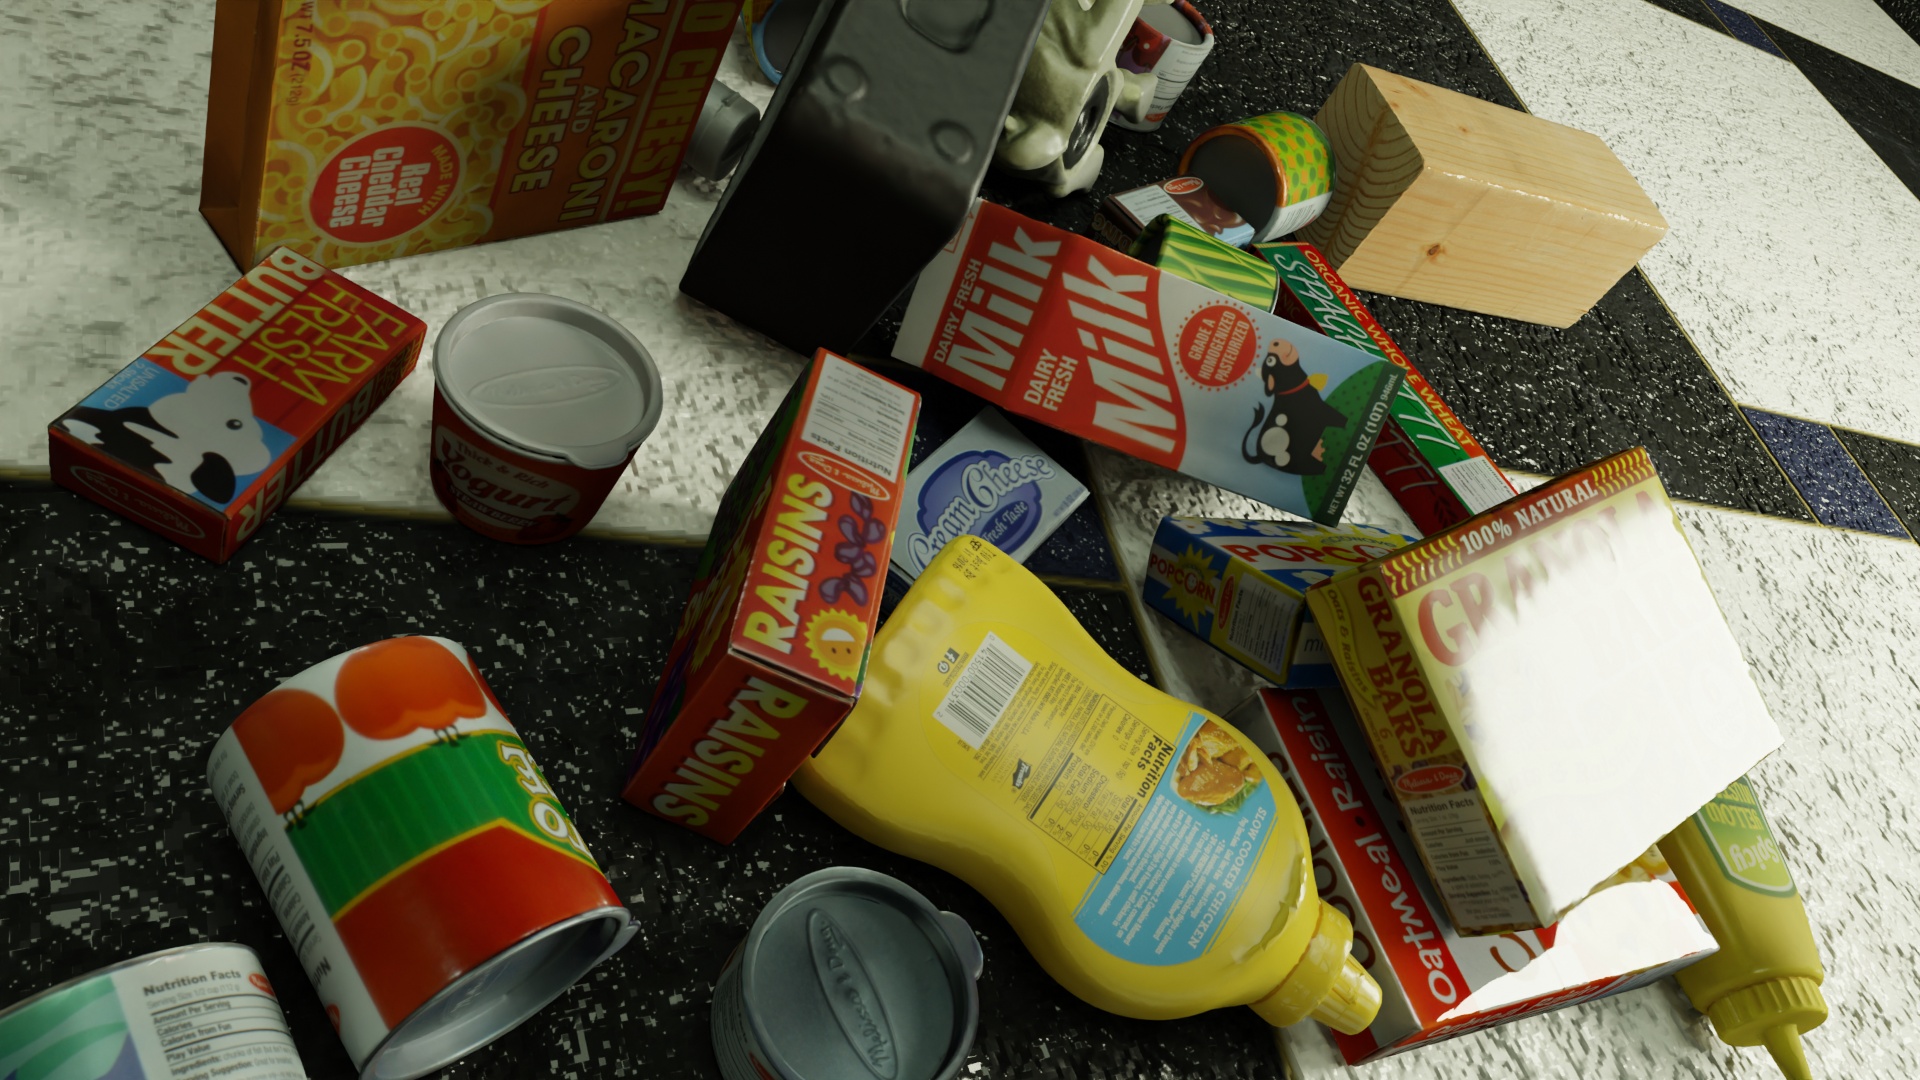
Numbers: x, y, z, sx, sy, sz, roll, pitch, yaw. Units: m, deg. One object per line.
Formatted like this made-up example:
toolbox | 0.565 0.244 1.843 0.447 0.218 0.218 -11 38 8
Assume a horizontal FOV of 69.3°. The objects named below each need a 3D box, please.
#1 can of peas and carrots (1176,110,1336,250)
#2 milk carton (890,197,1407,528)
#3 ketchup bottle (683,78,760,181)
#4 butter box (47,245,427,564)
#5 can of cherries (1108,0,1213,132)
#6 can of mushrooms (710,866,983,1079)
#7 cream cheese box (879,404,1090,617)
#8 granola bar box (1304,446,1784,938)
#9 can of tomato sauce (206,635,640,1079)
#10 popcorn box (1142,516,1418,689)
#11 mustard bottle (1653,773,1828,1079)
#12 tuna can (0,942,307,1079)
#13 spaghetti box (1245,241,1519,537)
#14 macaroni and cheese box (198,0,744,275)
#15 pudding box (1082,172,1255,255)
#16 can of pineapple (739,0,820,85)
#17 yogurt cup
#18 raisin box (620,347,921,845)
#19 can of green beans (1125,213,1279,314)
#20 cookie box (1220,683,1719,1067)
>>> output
can of peas and carrots | 0.157 -0.195 0.743 0.059 0.070 0.071 -28 70 -43
milk carton | 0.072 -0.074 0.561 0.191 0.072 0.073 18 12 -15
ketchup bottle | -0.154 -0.206 0.578 0.149 0.043 0.065 34 44 -2
butter box | -0.211 -0.044 0.415 0.053 0.024 0.104 29 43 -6
can of cherries | 0.099 -0.277 0.787 0.071 0.058 0.072 17 46 -19
can of mushrooms | -0.029 0.124 0.372 0.071 0.033 0.071 17 45 -18
cream cheese box | 0.002 -0.006 0.513 0.053 0.024 0.104 40 43 6
granola bar box | 0.209 0.046 0.489 0.166 0.039 0.124 -18 82 -35
can of tomato sauce | -0.127 0.074 0.332 0.071 0.070 0.083 -21 65 -42
popcorn box | 0.146 0.022 0.540 0.127 0.038 0.085 2 18 -31
mustard bottle | 0.299 0.143 0.547 0.065 0.048 0.161 11 48 -22
tuna can | -0.170 0.113 0.274 0.071 0.070 0.033 -16 64 -40
spaghetti box | 0.222 -0.052 0.686 0.050 0.028 0.251 -12 60 -38
macaroni and cheese box | -0.162 -0.158 0.473 0.167 0.123 0.040 -25 70 -43
pudding box | 0.106 -0.155 0.704 0.050 0.030 0.084 48 44 15
can of pineapple | -0.074 -0.254 0.655 0.071 0.070 0.058 0 53 -32
yogurt cup | -0.133 -0.036 0.434 0.072 0.053 0.073 17 46 -18
raisin box | -0.054 0.015 0.415 0.040 0.085 0.124 26 43 -16
can of green beans | 0.103 -0.108 0.635 0.058 0.071 0.071 24 44 -12
cookie box | 0.182 0.112 0.510 0.168 0.040 0.123 1 53 -33
